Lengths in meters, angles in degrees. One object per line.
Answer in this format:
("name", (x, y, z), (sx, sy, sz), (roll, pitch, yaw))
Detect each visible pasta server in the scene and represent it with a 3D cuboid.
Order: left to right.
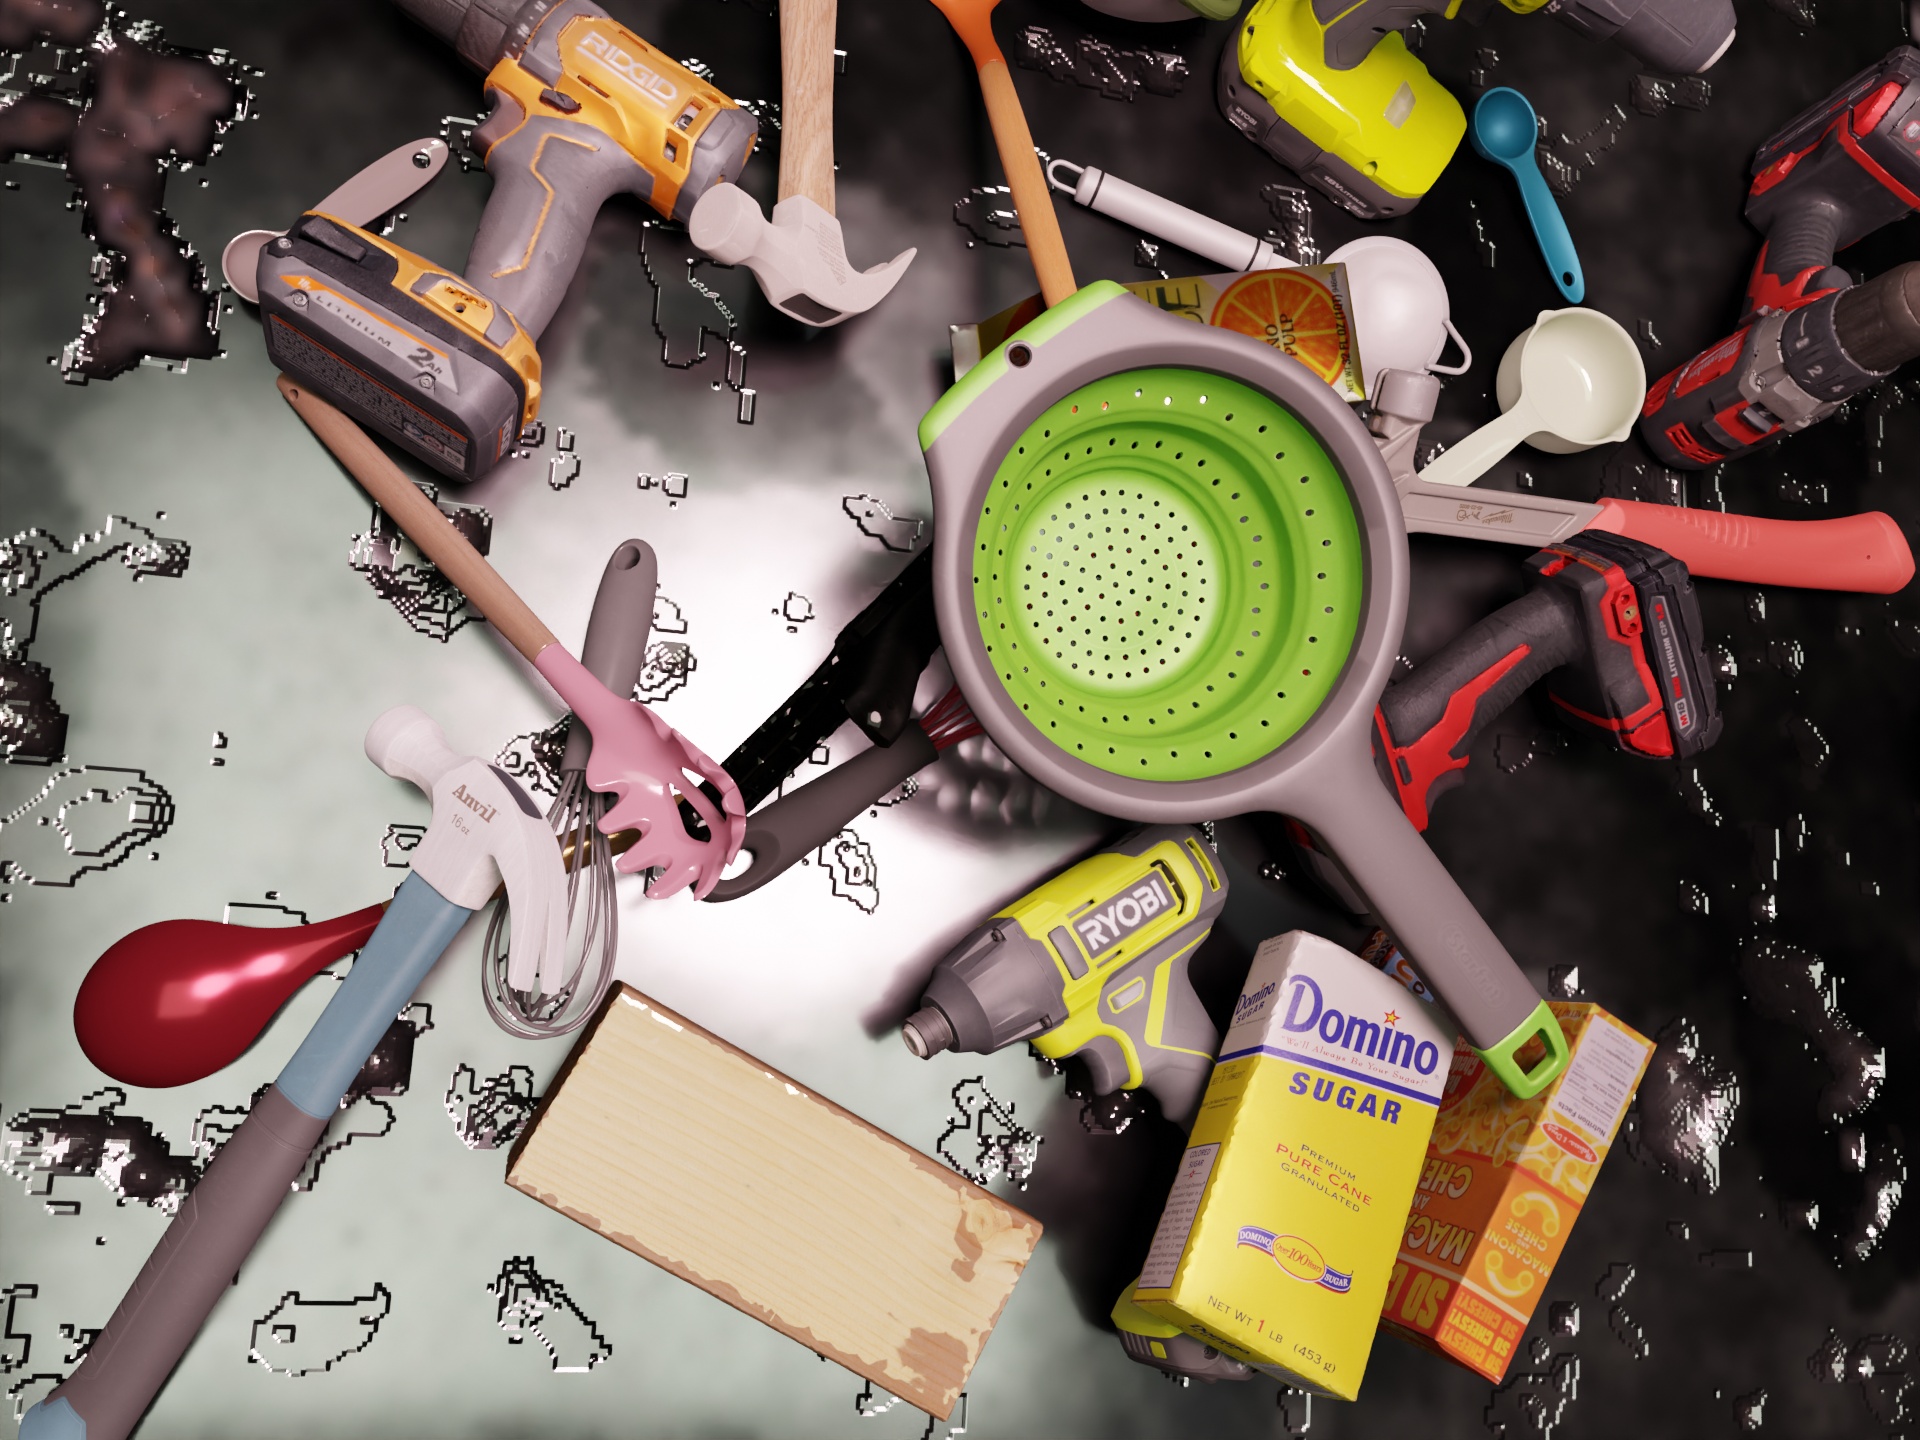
("pasta server", (-0.199, -0.047, 0.681), (0.316, 0.040, 0.060), (45, 108, 13))

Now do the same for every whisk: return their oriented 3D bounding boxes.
("whisk", (-0.162, 0.023, 0.699), (0.055, 0.055, 0.239), (12, 65, -12))
("whisk", (-0.001, -0.002, 0.758), (0.296, 0.073, 0.073), (-34, 91, -10))

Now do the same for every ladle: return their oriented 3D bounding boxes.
("ladle", (-0.227, 0.079, 0.703), (0.315, 0.031, 0.069), (-21, 89, -18))

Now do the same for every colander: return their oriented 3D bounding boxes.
("colander", (0.130, 0.003, 0.700), (0.204, 0.094, 0.397), (-39, 99, -8))

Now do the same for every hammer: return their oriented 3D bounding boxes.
("hammer", (-0.272, 0.162, 0.637), (0.128, 0.033, 0.331), (33, 89, 23))
("hammer", (-0.073, -0.345, 0.775), (0.130, 0.031, 0.331), (22, 62, -52))
("hammer", (0.362, -0.091, 0.858), (0.359, 0.037, 0.149), (4, 106, -19))

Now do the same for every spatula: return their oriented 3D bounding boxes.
("spatula", (0.022, -0.311, 0.785), (0.081, 0.041, 0.323), (-5, 62, -15))

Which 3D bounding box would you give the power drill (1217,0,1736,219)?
("power drill", (0.239, -0.340, 0.774), (0.190, 0.228, 0.080), (35, 76, -7))

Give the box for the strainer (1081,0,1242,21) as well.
("strainer", (0.060, -0.380, 0.777), (0.151, 0.069, 0.256), (50, 38, -18))

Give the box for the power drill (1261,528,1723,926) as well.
("power drill", (0.258, 0.006, 0.795), (0.219, 0.079, 0.143), (-26, 113, -7))

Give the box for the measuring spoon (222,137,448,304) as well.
("measuring spoon", (-0.288, -0.233, 0.740), (0.124, 0.018, 0.034), (-46, 103, -22))

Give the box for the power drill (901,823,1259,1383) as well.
("power drill", (0.086, 0.178, 0.734), (0.171, 0.080, 0.223), (-28, 87, -26))

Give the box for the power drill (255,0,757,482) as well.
("power drill", (-0.222, -0.243, 0.717), (0.185, 0.084, 0.226), (33, 67, -8))

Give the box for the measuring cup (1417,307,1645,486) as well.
("measuring cup", (0.296, -0.158, 0.864), (0.167, 0.038, 0.083), (-35, 93, -12))

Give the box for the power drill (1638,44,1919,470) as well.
("power drill", (0.473, -0.248, 0.846), (0.080, 0.188, 0.227), (35, 71, -8))

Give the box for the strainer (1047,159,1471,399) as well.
("strainer", (0.164, -0.240, 0.841), (0.258, 0.050, 0.087), (21, 92, -7))

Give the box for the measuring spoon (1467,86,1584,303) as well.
("measuring spoon", (0.321, -0.294, 0.903), (0.042, 0.021, 0.128), (-29, 99, -17))
